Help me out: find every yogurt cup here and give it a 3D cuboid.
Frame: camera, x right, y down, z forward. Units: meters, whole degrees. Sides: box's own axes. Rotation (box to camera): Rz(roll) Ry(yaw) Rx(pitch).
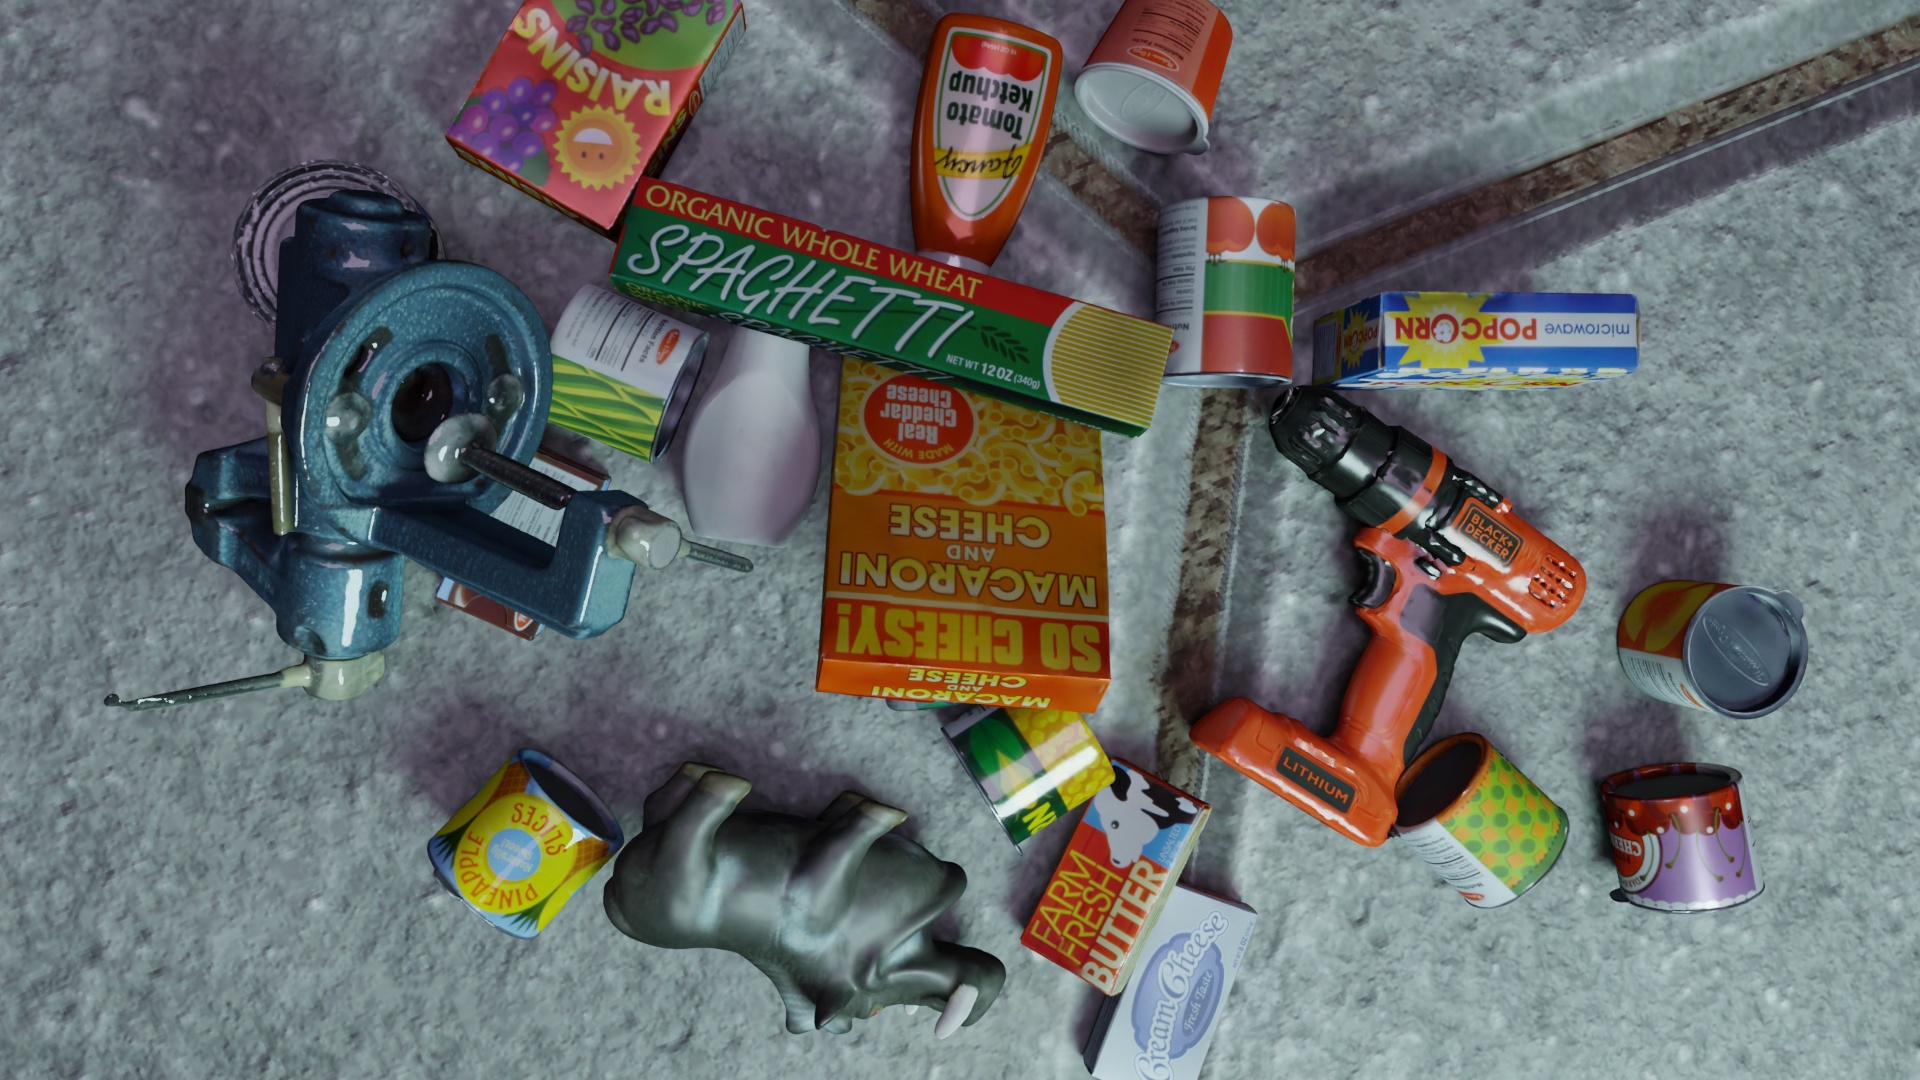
[{"bbox_3d":[0.095,-0.226,0.661,0.072,0.072,0.054,25,81,-7],"label":"yogurt cup"}]

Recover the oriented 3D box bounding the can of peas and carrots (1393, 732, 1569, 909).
[{"bbox_3d":[0.256,0.136,0.688,0.058,0.071,0.071,42,87,-6],"label":"can of peas and carrots"}]

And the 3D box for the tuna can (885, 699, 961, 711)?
[{"bbox_3d":[-0.004,0.055,0.654,0.071,0.071,0.033,-13,94,-6],"label":"tuna can"}]

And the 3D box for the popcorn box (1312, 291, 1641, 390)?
[{"bbox_3d":[0.246,-0.095,0.671,0.127,0.085,0.038,-1,91,-6],"label":"popcorn box"}]

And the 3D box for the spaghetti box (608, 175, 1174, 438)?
[{"bbox_3d":[-0.030,-0.103,0.621,0.250,0.028,0.050,15,82,-5],"label":"spaghetti box"}]

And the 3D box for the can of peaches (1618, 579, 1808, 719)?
[{"bbox_3d":[0.381,0.052,0.705,0.071,0.058,0.071,0,91,-7],"label":"can of peaches"}]

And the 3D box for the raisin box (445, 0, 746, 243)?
[{"bbox_3d":[-0.167,-0.213,0.642,0.086,0.040,0.123,29,87,-7],"label":"raisin box"}]

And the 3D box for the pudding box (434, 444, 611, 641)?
[{"bbox_3d":[-0.203,-0.002,0.646,0.049,0.030,0.083,24,89,-8],"label":"pudding box"}]

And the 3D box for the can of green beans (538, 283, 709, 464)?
[{"bbox_3d":[-0.154,-0.076,0.632,0.058,0.071,0.071,22,89,-6],"label":"can of green beans"}]

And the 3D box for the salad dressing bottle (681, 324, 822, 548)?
[{"bbox_3d":[-0.092,-0.072,0.652,0.064,0.044,0.147,9,89,-5],"label":"salad dressing bottle"}]

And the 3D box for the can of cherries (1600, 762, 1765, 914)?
[{"bbox_3d":[0.360,0.149,0.700,0.071,0.071,0.058,-12,93,-6],"label":"can of cherries"}]

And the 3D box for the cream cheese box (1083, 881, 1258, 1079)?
[{"bbox_3d":[0.104,0.223,0.692,0.053,0.024,0.104,21,89,-6],"label":"cream cheese box"}]

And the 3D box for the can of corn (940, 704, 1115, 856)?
[{"bbox_3d":[0.033,0.104,0.659,0.058,0.071,0.071,-32,95,-5],"label":"can of corn"}]

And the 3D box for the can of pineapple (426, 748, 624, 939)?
[{"bbox_3d":[-0.196,0.137,0.630,0.071,0.071,0.058,44,86,-6],"label":"can of pineapple"}]

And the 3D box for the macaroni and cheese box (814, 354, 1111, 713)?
[{"bbox_3d":[0.002,-0.008,0.626,0.124,0.040,0.167,5,58,-7],"label":"macaroni and cheese box"}]

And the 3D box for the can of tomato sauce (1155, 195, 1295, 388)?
[{"bbox_3d":[0.128,-0.117,0.666,0.071,0.071,0.083,2,91,-7],"label":"can of tomato sauce"}]

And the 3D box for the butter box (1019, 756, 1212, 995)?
[{"bbox_3d":[0.076,0.163,0.676,0.053,0.024,0.103,26,88,26],"label":"butter box"}]

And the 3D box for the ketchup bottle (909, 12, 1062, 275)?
[{"bbox_3d":[0.004,-0.169,0.661,0.065,0.043,0.148,12,90,-7],"label":"ketchup bottle"}]
